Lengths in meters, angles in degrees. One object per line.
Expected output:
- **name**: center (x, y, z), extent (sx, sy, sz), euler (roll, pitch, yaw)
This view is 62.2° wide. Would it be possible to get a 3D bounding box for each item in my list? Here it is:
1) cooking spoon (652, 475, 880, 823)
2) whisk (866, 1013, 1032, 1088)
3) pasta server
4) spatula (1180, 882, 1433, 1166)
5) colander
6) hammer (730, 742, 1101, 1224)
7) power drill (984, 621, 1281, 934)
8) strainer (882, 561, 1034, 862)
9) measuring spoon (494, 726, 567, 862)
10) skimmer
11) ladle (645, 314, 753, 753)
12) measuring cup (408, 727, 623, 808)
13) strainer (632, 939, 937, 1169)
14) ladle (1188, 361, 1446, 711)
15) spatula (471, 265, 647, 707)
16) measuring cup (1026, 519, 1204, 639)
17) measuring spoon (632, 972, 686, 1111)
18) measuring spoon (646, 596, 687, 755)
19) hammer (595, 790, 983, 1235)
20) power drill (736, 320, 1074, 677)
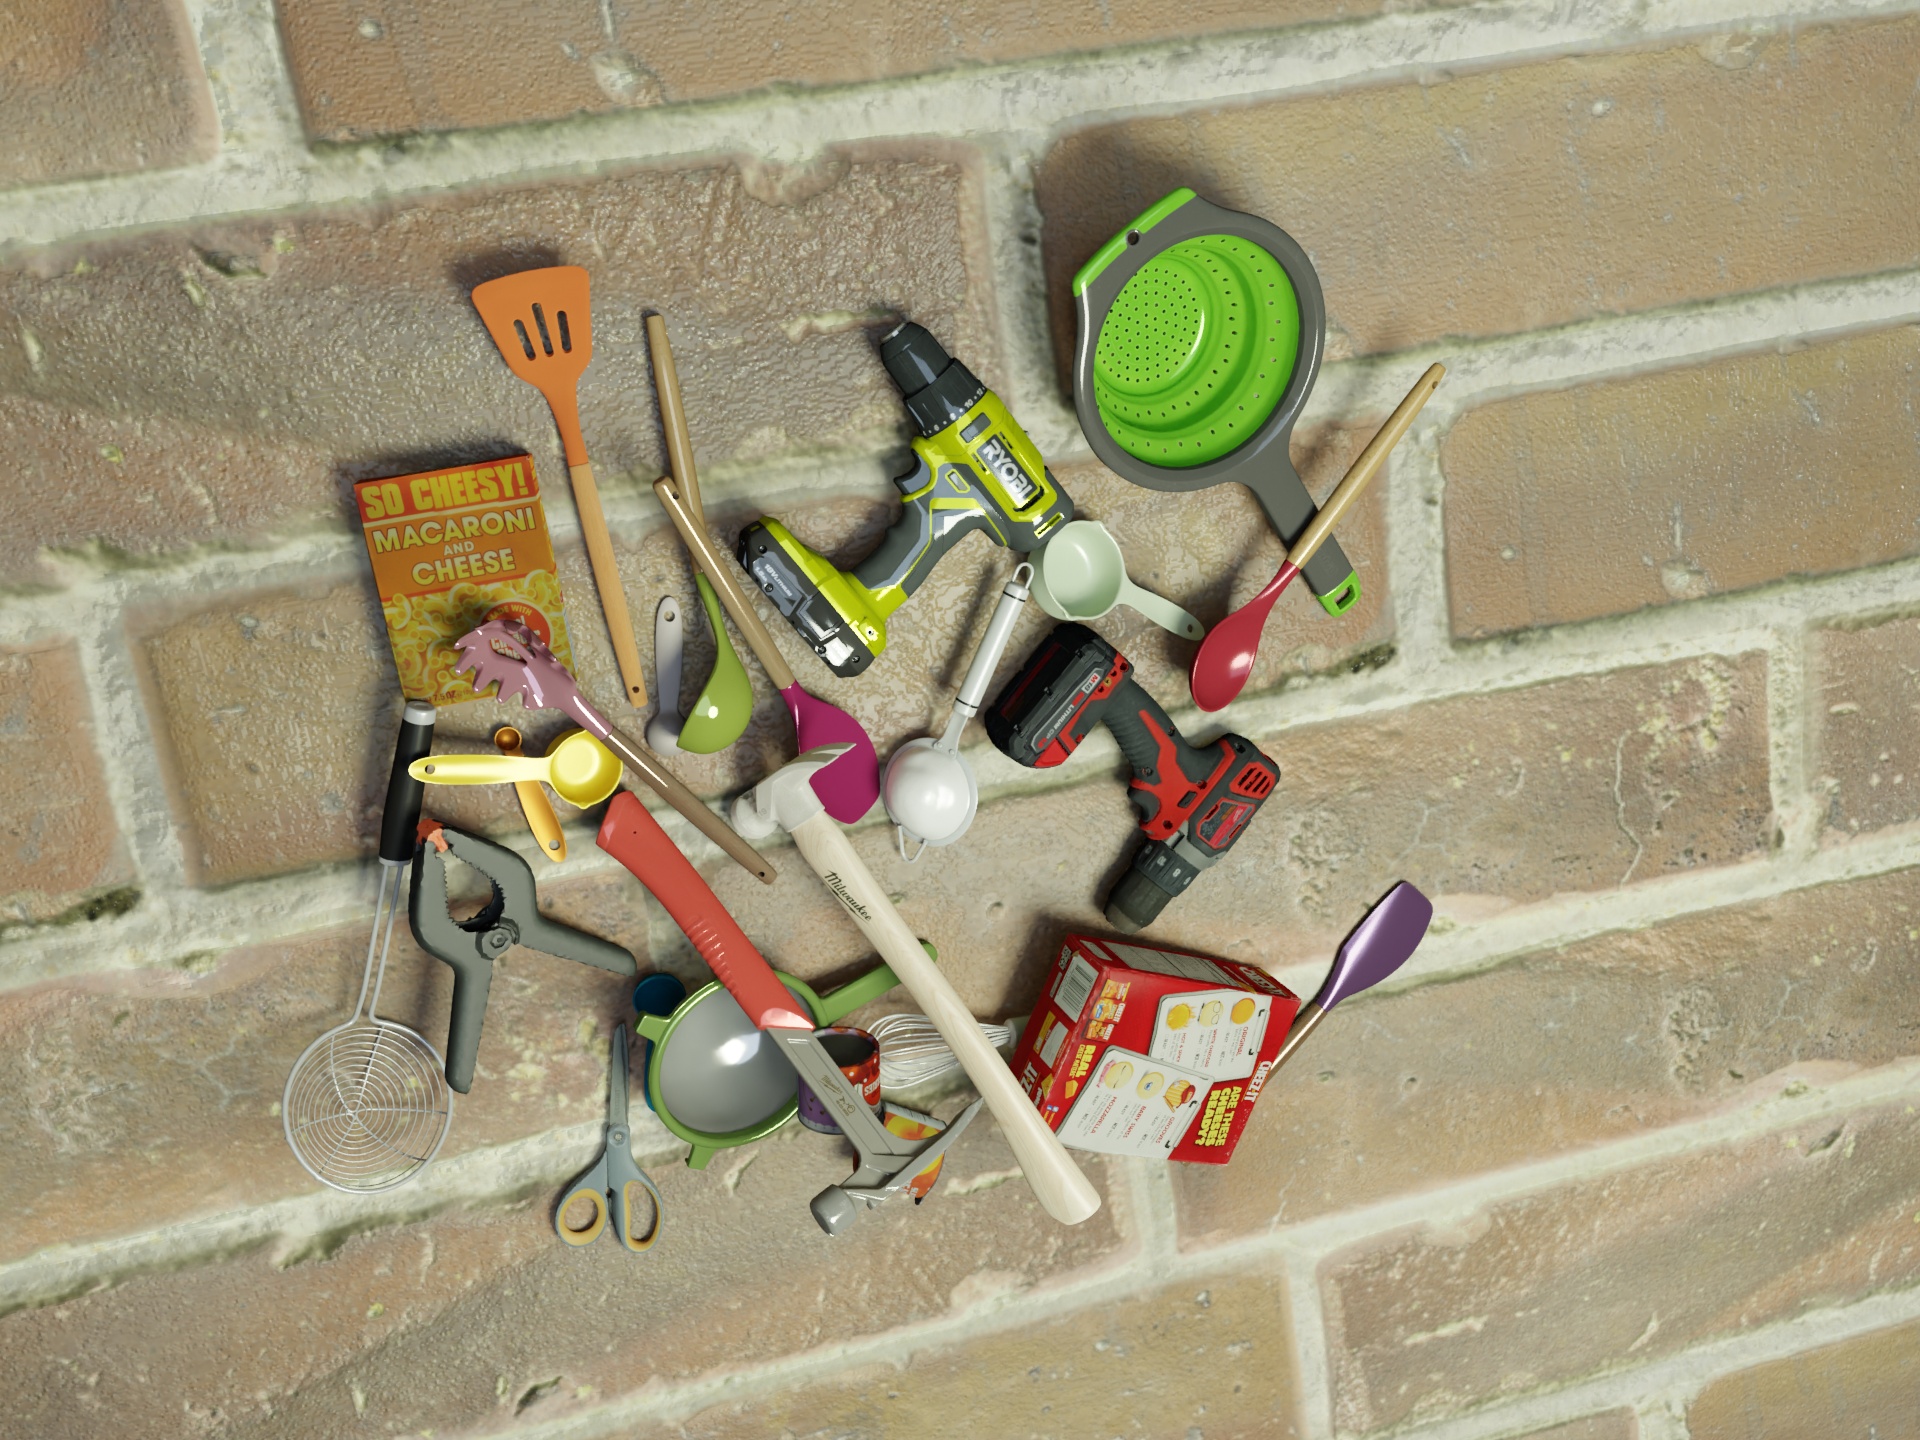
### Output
- **cooking spoon**: center (-0.141, -0.047, 1.181), extent (0.069, 0.017, 0.318), euler (-47, 125, -27)
- **whisk**: center (0.034, 0.260, 1.307), extent (0.246, 0.058, 0.059), euler (-4, 86, -21)
- **pasta server**: center (-0.244, 0.031, 1.179), extent (0.060, 0.040, 0.316), euler (-34, 121, 17)
- **spatula**: center (0.300, 0.271, 1.390), extent (0.059, 0.018, 0.316), euler (42, 92, -19)
- **colander**: center (0.201, -0.229, 1.219), extent (0.204, 0.095, 0.396), euler (-40, 126, 1)
- **hammer**: center (-0.017, 0.202, 1.194), extent (0.038, 0.146, 0.410), euler (-37, 93, -41)
- **power drill**: center (0.126, 0.051, 1.271), extent (0.226, 0.080, 0.188), euler (37, 94, -21)
- **strainer**: center (-0.002, -0.004, 1.226), extent (0.087, 0.050, 0.258), euler (28, 101, 24)
- **measuring spoon**: center (-0.326, 0.056, 1.211), extent (0.021, 0.011, 0.116), euler (-21, 111, -8)
- **skimmer**: center (-0.412, 0.169, 1.162), extent (0.127, 0.090, 0.363), euler (2, 111, -39)
- **ladle**: center (-0.206, -0.133, 1.167), extent (0.062, 0.078, 0.320), euler (-9, 98, 1)
- **measuring cup**: center (-0.328, 0.033, 1.170), extent (0.156, 0.029, 0.062), euler (1, 101, -31)
- **strainer**: center (-0.140, 0.232, 1.272), extent (0.256, 0.069, 0.151), euler (-26, 118, -23)
- **ladle**: center (0.272, -0.142, 1.225), extent (0.069, 0.031, 0.315), euler (26, 103, -45)
- **spatula**: center (-0.271, -0.161, 1.151), extent (0.081, 0.041, 0.322), euler (-14, 107, -9)
- **measuring cup**: center (0.122, -0.098, 1.252), extent (0.167, 0.038, 0.083), euler (24, 76, -30)
- **measuring spoon**: center (-0.243, 0.256, 1.276), extent (0.042, 0.021, 0.128), euler (1, 113, -13)
- **measuring spoon**: center (-0.221, -0.032, 1.205), extent (0.034, 0.018, 0.124), euler (0, 103, -12)
- **hammer**: center (-0.145, 0.194, 1.186), extent (0.149, 0.036, 0.359), euler (-34, 78, -28)
- **power drill**: center (-0.053, -0.161, 1.180), extent (0.228, 0.080, 0.190), euler (-41, 108, -3)
